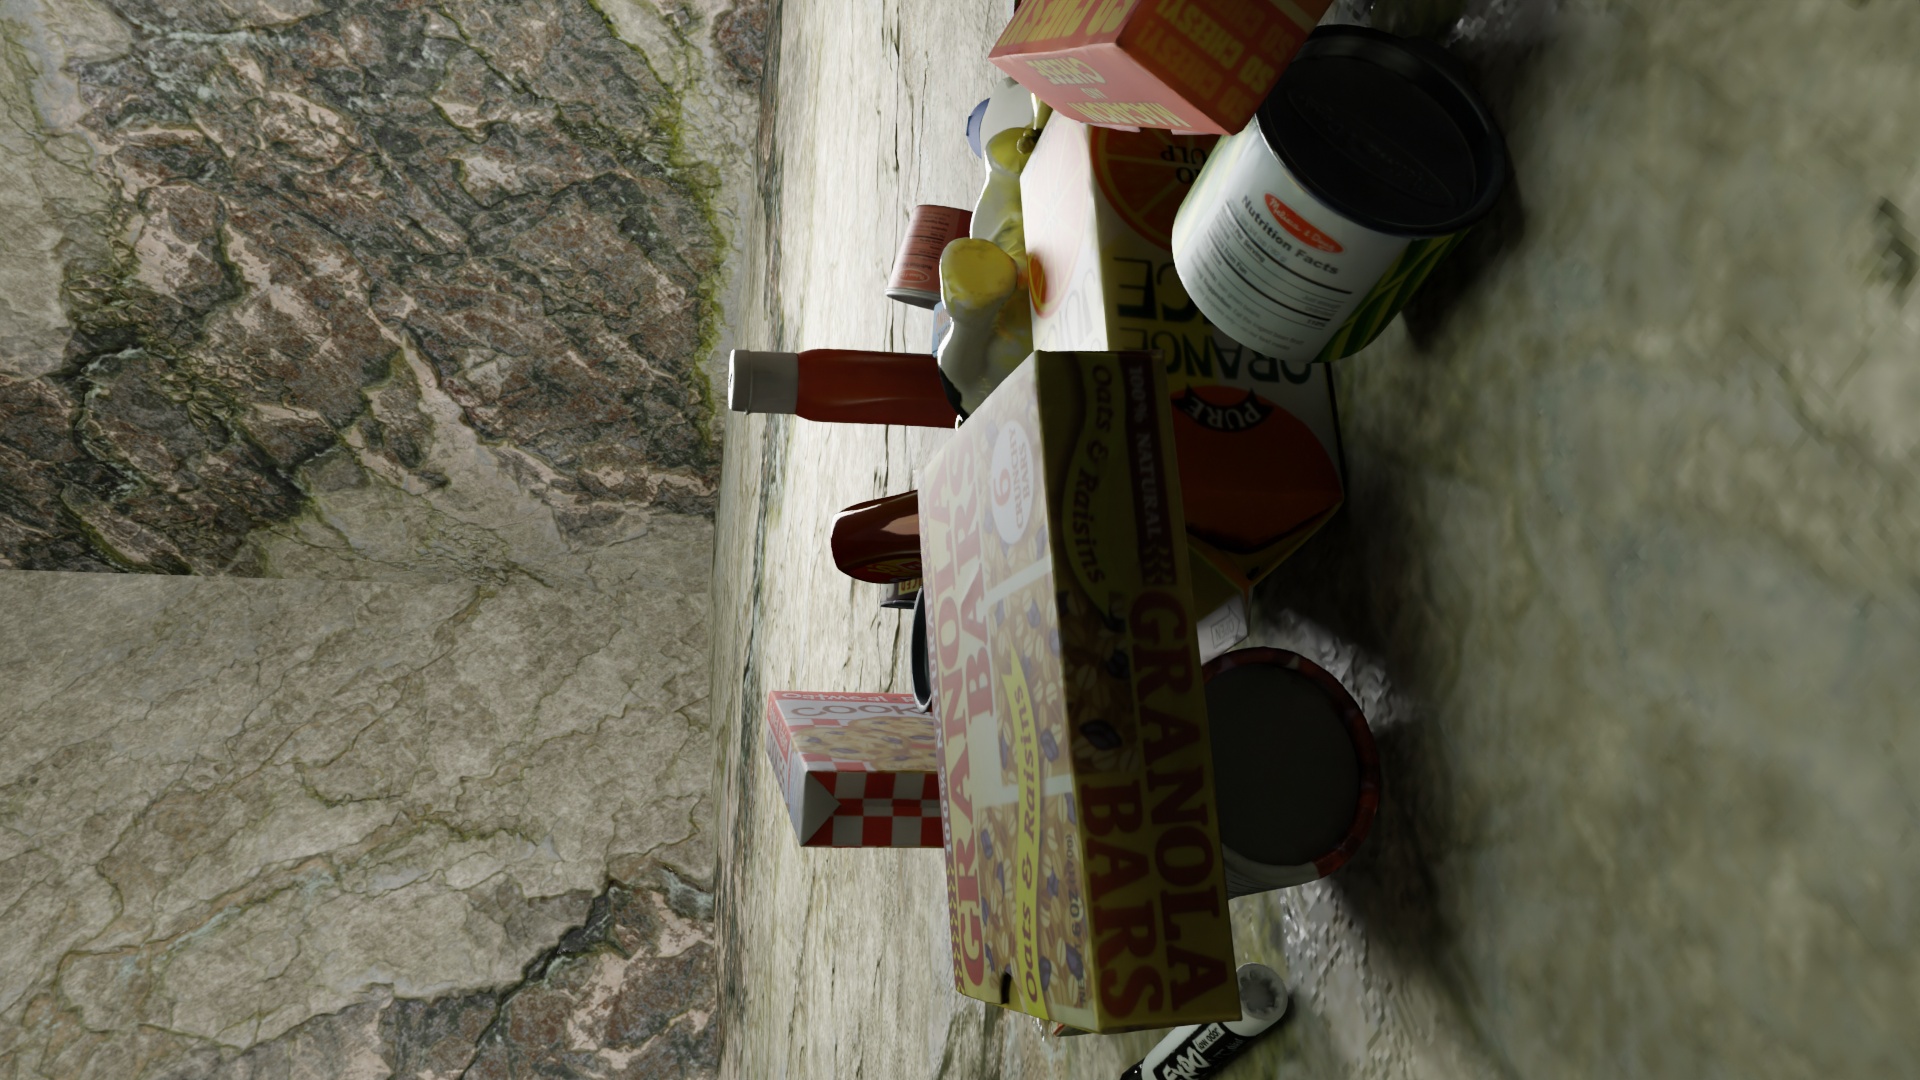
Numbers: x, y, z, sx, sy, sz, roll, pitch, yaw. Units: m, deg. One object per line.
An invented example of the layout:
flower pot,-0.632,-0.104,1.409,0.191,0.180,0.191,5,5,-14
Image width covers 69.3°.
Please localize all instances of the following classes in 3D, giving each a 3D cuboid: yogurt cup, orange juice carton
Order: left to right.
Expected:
yogurt cup,-0.005,-0.158,0.791,0.072,0.072,0.054,-155,77,-75
orange juice carton,0.068,-0.052,0.449,0.071,0.073,0.193,125,144,-65

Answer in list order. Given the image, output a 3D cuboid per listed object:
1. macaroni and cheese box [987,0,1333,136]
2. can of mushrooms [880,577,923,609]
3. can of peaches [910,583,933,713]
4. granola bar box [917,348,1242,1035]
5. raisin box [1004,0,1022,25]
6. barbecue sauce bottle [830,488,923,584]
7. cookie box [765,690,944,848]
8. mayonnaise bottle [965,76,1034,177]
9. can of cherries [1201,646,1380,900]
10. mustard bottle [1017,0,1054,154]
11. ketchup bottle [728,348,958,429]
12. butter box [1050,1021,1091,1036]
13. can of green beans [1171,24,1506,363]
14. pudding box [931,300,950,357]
macaroni and cheese box,0.081,-0.182,0.346,0.166,0.040,0.124,-56,20,8
can of mushrooms,-0.012,0.022,0.768,0.071,0.071,0.033,160,113,-75
can of peaches,0.010,0.055,0.697,0.071,0.058,0.071,-175,89,-76
granola bar box,0.024,0.045,0.388,0.124,0.039,0.166,138,129,-69
raisin box,0.037,-0.304,0.661,0.085,0.040,0.124,88,177,-59
barbecue sauce bottle,0.002,-0.008,0.664,0.148,0.065,0.043,-12,79,50
cookie box,-0.030,0.114,0.711,0.167,0.123,0.040,-154,68,-75
mayonnaise bottle,0.035,-0.199,0.683,0.148,0.041,0.064,-122,38,-68
can of cherries,0.078,0.066,0.402,0.058,0.071,0.071,126,144,-66
mustard bottle,0.054,-0.211,0.502,0.065,0.049,0.160,-173,105,-81
ketchup bottle,-0.061,-0.091,0.825,0.064,0.149,0.043,152,118,-74
butter box,0.058,0.158,0.552,0.103,0.024,0.053,113,155,-55
can of green beans,0.095,-0.088,0.359,0.057,0.071,0.071,118,152,-61
pudding box,0.018,-0.110,0.714,0.083,0.050,0.030,-176,91,-76
